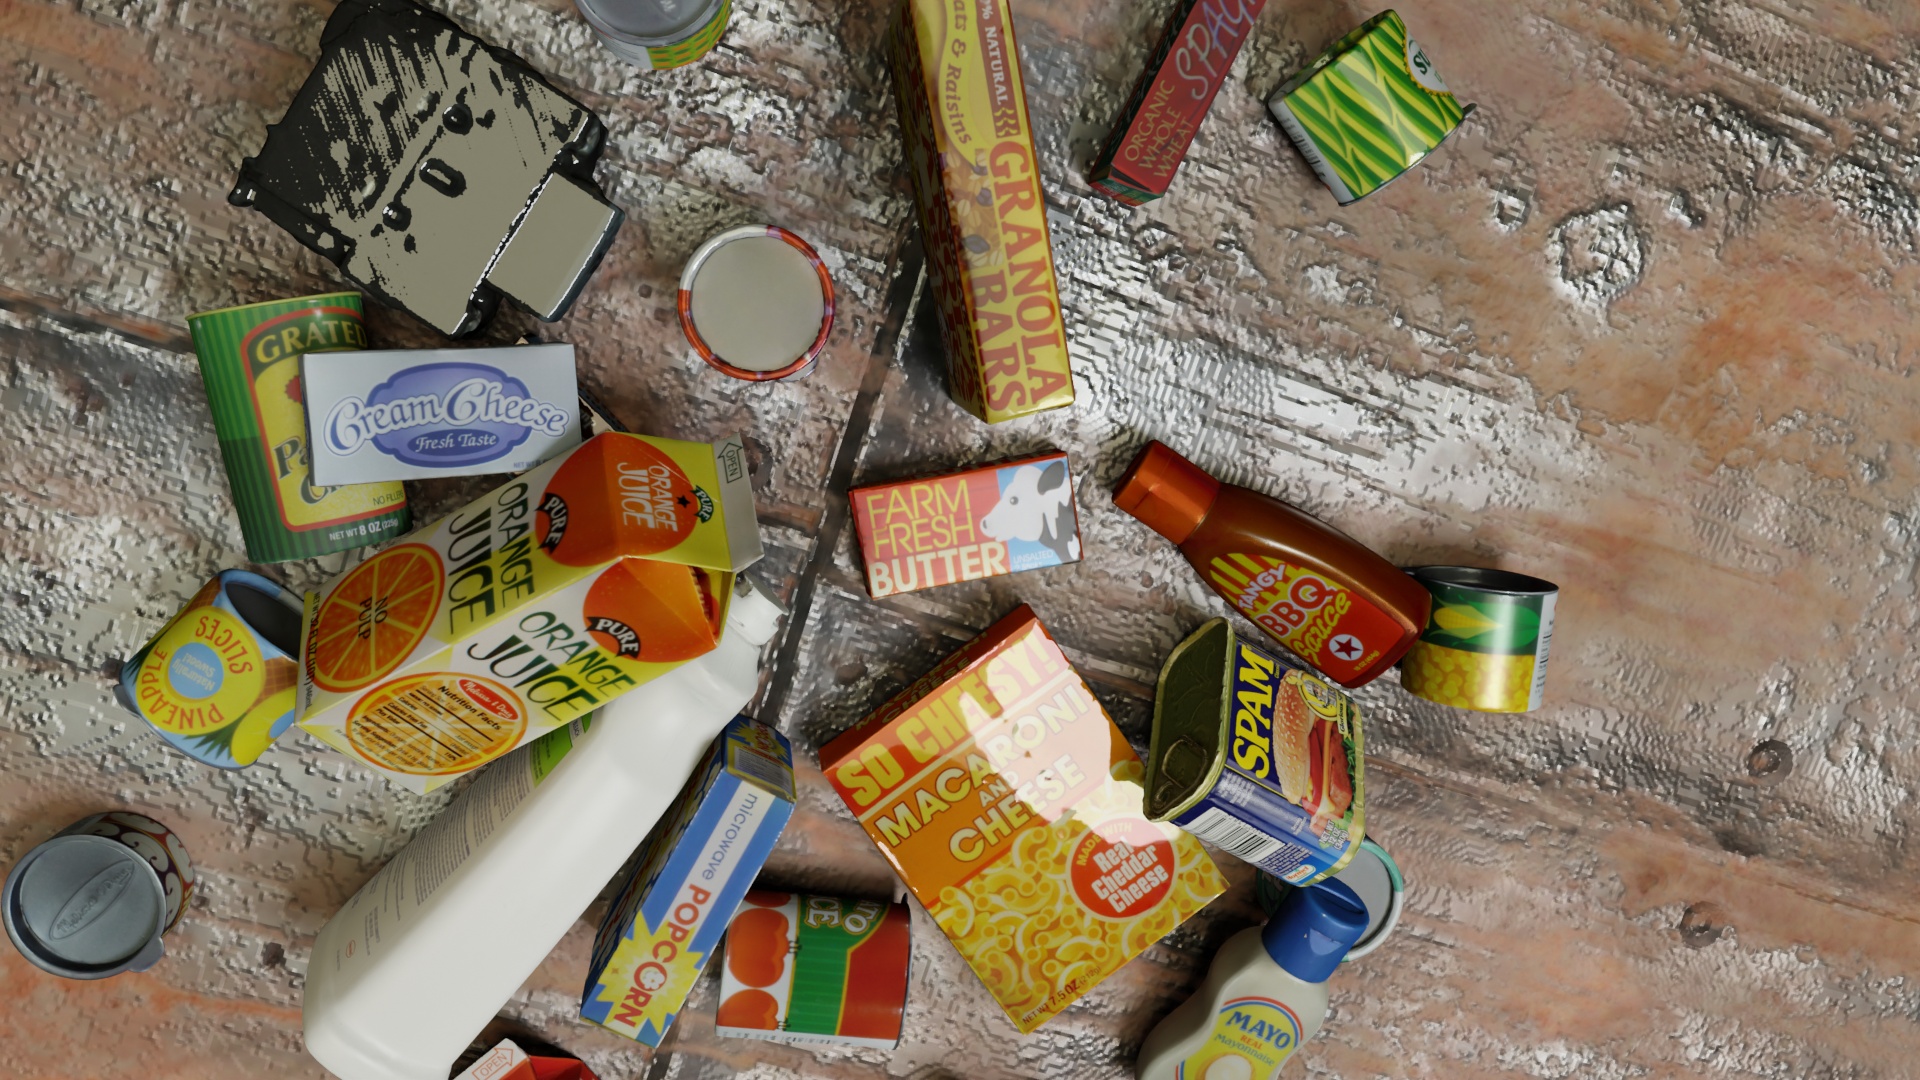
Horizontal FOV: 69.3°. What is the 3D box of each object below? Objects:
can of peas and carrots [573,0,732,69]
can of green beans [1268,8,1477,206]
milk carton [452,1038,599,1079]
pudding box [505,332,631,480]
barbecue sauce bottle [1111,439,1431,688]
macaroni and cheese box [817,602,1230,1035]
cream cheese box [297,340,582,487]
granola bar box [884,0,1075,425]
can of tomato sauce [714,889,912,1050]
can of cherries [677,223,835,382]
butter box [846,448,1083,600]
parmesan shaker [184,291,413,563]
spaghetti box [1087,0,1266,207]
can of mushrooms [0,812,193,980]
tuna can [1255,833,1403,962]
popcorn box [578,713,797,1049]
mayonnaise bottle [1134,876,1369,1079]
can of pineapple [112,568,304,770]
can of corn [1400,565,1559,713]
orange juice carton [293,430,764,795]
[{"bbox_3d":[-0.126,-0.234,0.574,0.071,0.059,0.071,-1,99,-8],"label":"can of peas and carrots"},{"bbox_3d":[0.181,-0.193,0.620,0.071,0.071,0.057,-40,101,0],"label":"can of green beans"},{"bbox_3d":[-0.173,0.318,0.643,0.072,0.073,0.190,-39,101,0],"label":"milk carton"},{"bbox_3d":[-0.178,-0.044,0.610,0.049,0.030,0.083,-42,101,1],"label":"pudding box"},{"bbox_3d":[0.141,0.008,0.649,0.148,0.044,0.064,34,136,-2],"label":"barbecue sauce bottle"},{"bbox_3d":[0.030,0.132,0.661,0.124,0.040,0.166,-36,102,-1],"label":"macaroni and cheese box"},{"bbox_3d":[-0.208,-0.052,0.560,0.104,0.024,0.053,-7,98,-27],"label":"cream cheese box"},{"bbox_3d":[0.006,-0.137,0.574,0.039,0.124,0.165,-12,100,-5],"label":"granola bar box"},{"bbox_3d":[-0.068,0.196,0.644,0.083,0.071,0.071,7,98,-8],"label":"can of tomato sauce"},{"bbox_3d":[-0.085,-0.100,0.600,0.071,0.058,0.071,-1,98,-7],"label":"can of cherries"},{"bbox_3d":[0.002,-0.008,0.644,0.103,0.024,0.053,-10,100,-6],"label":"butter box"},{"bbox_3d":[-0.271,-0.048,0.580,0.071,0.071,0.103,-11,101,-6],"label":"parmesan shaker"},{"bbox_3d":[0.128,-0.263,0.610,0.029,0.050,0.249,27,94,-10],"label":"spaghetti box"},{"bbox_3d":[-0.376,0.157,0.611,0.071,0.033,0.071,-1,98,-8],"label":"can of mushrooms"},{"bbox_3d":[0.182,0.172,0.691,0.071,0.033,0.071,-1,99,-8],"label":"tuna can"},{"bbox_3d":[-0.120,0.147,0.619,0.038,0.085,0.126,30,93,-13],"label":"popcorn box"},{"bbox_3d":[0.142,0.224,0.667,0.065,0.041,0.147,26,114,-2],"label":"mayonnaise bottle"},{"bbox_3d":[-0.307,0.054,0.587,0.058,0.071,0.071,-45,102,0],"label":"can of pineapple"},{"bbox_3d":[0.245,0.046,0.665,0.071,0.071,0.058,3,99,-8],"label":"can of corn"},{"bbox_3d":[-0.168,0.023,0.569,0.192,0.072,0.072,-27,139,9],"label":"orange juice carton"}]
